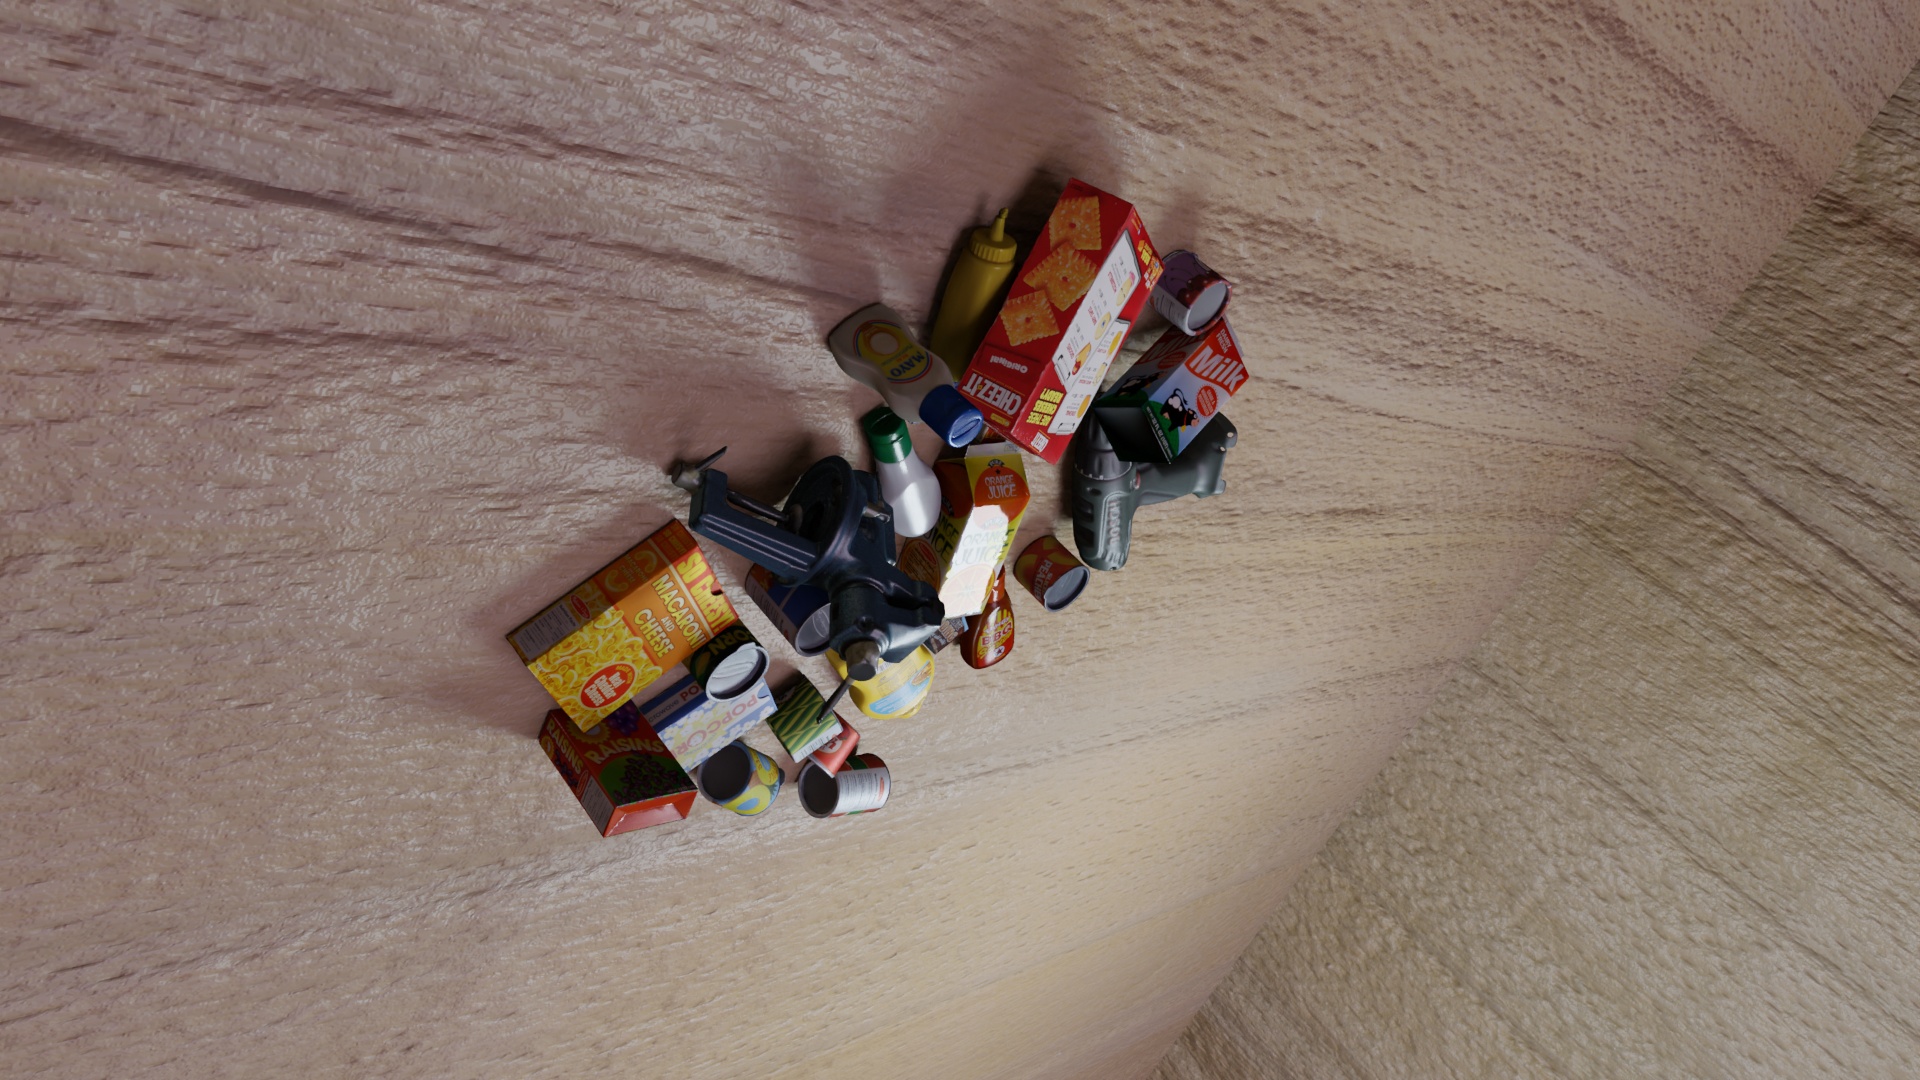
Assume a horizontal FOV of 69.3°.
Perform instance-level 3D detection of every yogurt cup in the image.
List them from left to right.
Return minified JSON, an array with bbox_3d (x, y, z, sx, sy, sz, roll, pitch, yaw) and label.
[{"bbox_3d":[-0.142,0.208,1.461,0.054,0.072,0.072,-48,149,-12],"label":"yogurt cup"}]

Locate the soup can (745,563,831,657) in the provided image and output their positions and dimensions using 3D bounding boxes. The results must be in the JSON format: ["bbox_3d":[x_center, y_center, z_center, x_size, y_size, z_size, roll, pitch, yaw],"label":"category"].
[{"bbox_3d":[-0.143,0.053,1.262,0.071,0.084,0.071,-30,146,-24],"label":"soup can"}]

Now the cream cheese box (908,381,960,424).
[{"bbox_3d":[-0.005,-0.139,1.263,0.104,0.024,0.053,-13,136,-42],"label":"cream cheese box"}]

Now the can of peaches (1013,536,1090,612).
[{"bbox_3d":[0.101,0.037,1.557,0.071,0.058,0.071,-30,145,-23],"label":"can of peaches"}]

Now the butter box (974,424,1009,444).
[{"bbox_3d":[0.050,-0.140,1.328,0.053,0.024,0.103,-1,127,-48],"label":"butter box"}]

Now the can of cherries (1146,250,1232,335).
[{"bbox_3d":[0.229,-0.248,1.383,0.072,0.058,0.071,-30,145,-23],"label":"can of cherries"}]

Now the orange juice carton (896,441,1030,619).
[{"bbox_3d":[0.005,-0.017,1.364,0.072,0.073,0.191,-7,131,-38],"label":"orange juice carton"}]

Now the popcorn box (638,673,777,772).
[{"bbox_3d":[-0.243,0.165,1.316,0.127,0.038,0.084,-34,146,-18],"label":"popcorn box"}]

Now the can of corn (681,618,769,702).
[{"bbox_3d":[-0.215,0.101,1.257,0.071,0.058,0.070,-30,145,-24],"label":"can of corn"}]

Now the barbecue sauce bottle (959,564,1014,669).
[{"bbox_3d":[0.030,0.078,1.534,0.065,0.044,0.147,-29,144,-23],"label":"barbecue sauce bottle"}]

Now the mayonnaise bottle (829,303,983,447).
[{"bbox_3d":[-0.040,-0.130,1.113,0.065,0.148,0.041,-36,147,-16],"label":"mayonnaise bottle"}]

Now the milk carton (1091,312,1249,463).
[{"bbox_3d":[0.227,-0.164,1.419,0.191,0.073,0.072,-44,119,-28],"label":"milk carton"}]

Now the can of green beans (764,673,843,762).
[{"bbox_3d":[-0.161,0.182,1.404,0.058,0.071,0.071,-34,147,-13],"label":"can of green beans"}]

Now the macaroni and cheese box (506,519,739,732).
[{"bbox_3d":[-0.278,0.074,1.170,0.167,0.040,0.123,-37,148,-14],"label":"macaroni and cheese box"}]

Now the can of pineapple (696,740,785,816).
[{"bbox_3d":[-0.222,0.238,1.397,0.071,0.071,0.057,-45,148,-1],"label":"can of pineapple"}]

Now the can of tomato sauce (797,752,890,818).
[{"bbox_3d":[-0.131,0.273,1.547,0.083,0.071,0.071,5,123,-51],"label":"can of tomato sauce"}]

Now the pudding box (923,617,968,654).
[{"bbox_3d":[-0.024,0.080,1.485,0.050,0.030,0.083,-38,148,-15],"label":"pudding box"}]

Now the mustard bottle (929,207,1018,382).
[{"bbox_3d":[0.018,-0.213,1.183,0.065,0.049,0.159,-26,143,-44],"label":"mustard bottle"}]

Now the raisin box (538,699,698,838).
[{"bbox_3d":[-0.297,0.195,1.205,0.086,0.124,0.040,-5,130,-46],"label":"raisin box"}]

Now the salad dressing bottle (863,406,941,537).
[{"bbox_3d":[-0.055,-0.062,1.275,0.064,0.044,0.147,-35,146,-14],"label":"salad dressing bottle"}]
